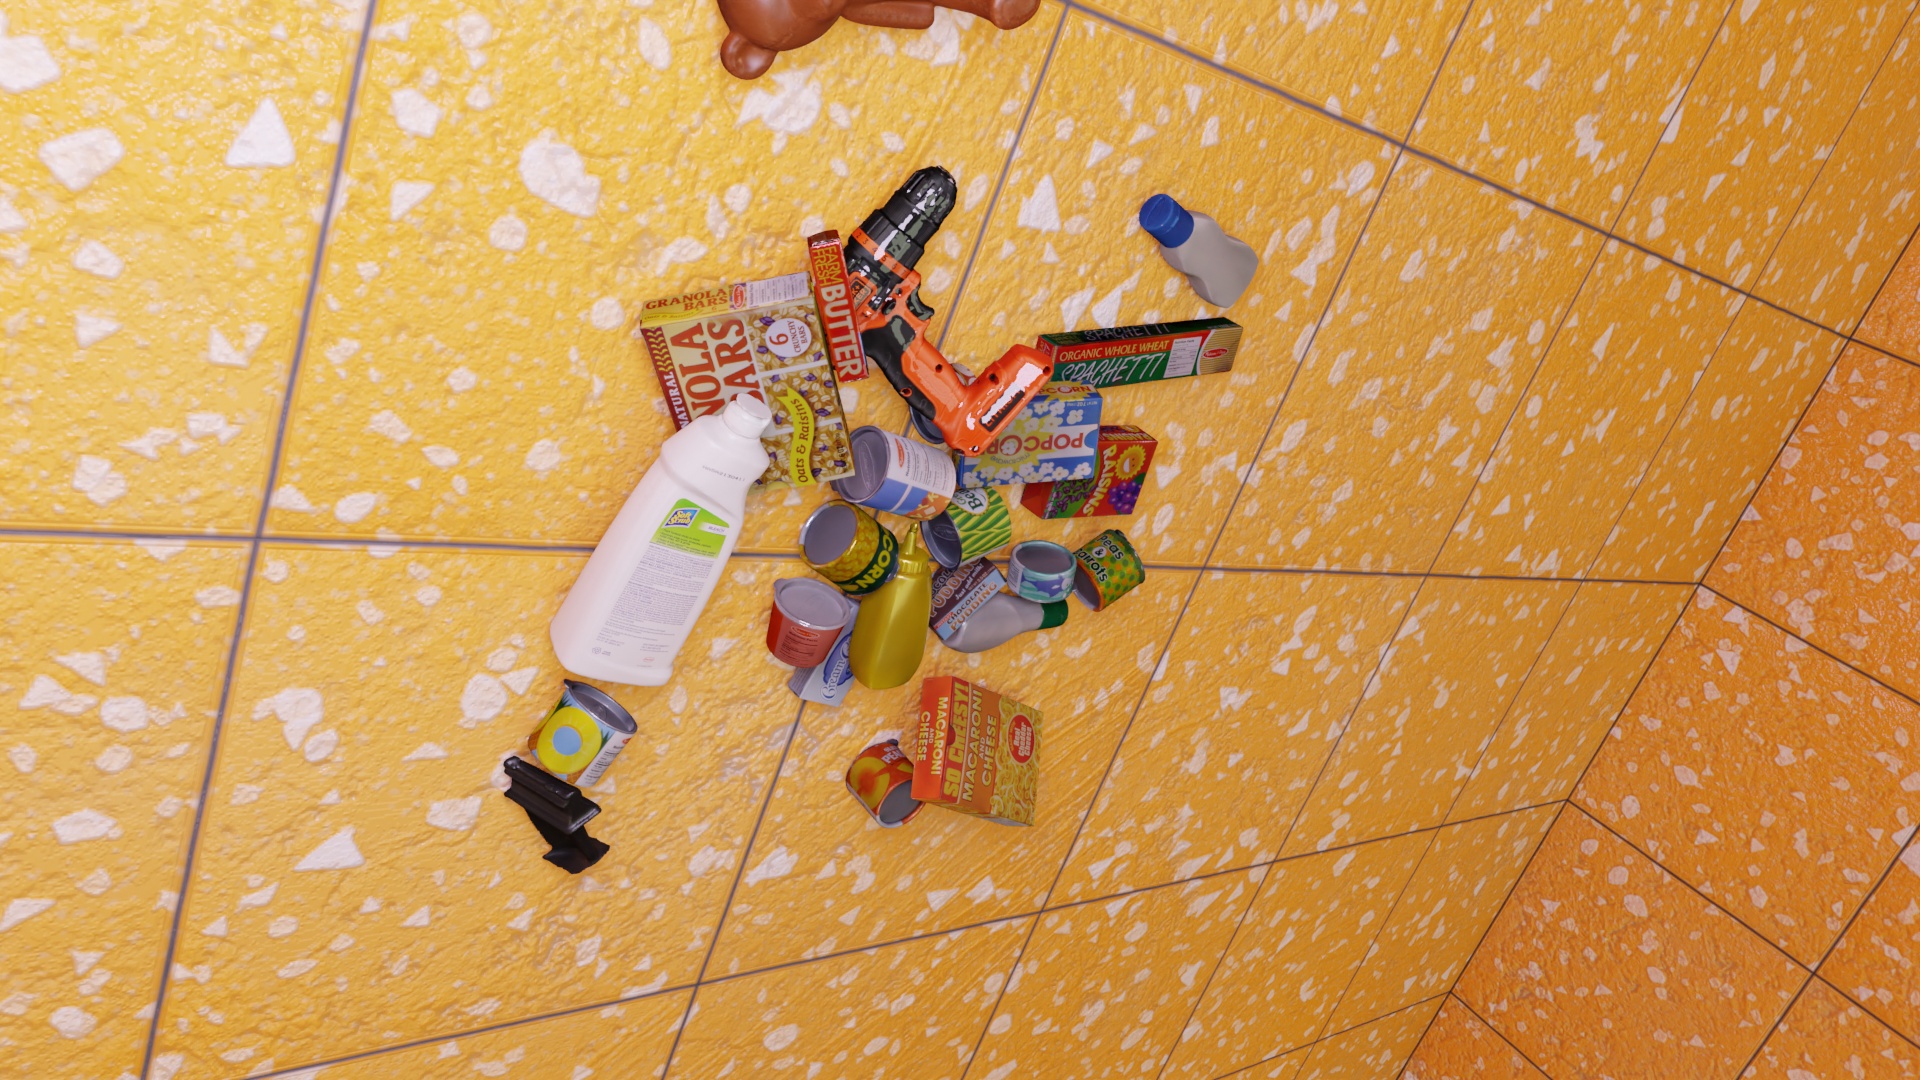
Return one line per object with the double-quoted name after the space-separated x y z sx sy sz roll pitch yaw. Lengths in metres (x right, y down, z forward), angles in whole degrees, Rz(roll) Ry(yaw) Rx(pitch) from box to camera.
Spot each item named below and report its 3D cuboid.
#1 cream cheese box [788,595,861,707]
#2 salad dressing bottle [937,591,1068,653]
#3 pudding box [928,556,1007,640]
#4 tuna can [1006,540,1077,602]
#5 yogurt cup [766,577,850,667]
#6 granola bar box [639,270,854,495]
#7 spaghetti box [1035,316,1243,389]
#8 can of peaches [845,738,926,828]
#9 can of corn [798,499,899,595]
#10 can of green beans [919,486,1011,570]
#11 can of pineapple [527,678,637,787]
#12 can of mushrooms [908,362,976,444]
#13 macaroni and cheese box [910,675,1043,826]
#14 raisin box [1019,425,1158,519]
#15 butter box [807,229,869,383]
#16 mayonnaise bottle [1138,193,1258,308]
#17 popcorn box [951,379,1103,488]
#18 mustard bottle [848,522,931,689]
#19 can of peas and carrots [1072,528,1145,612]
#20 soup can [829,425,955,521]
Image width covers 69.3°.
-0.111 0.101 1.273 0.053 0.024 0.103 20 104 -46 "cream cheese box"
0.043 0.076 1.378 0.148 0.044 0.064 -5 121 -41 "salad dressing bottle"
-0.004 0.047 1.308 0.084 0.050 0.030 -42 140 -8 "pudding box"
0.082 0.030 1.357 0.071 0.071 0.032 -15 128 -33 "tuna can"
-0.135 0.073 1.202 0.072 0.072 0.053 -4 130 -39 "yogurt cup"
-0.154 -0.109 1.030 0.124 0.039 0.164 -10 131 0 "granola bar box"
0.169 -0.177 1.313 0.251 0.029 0.050 -11 126 -36 "spaghetti box"
-0.071 0.243 1.387 0.071 0.058 0.071 -23 132 -27 "can of peaches"
-0.094 0.006 1.183 0.071 0.071 0.058 -50 138 0 "can of corn"
0.005 -0.014 1.259 0.058 0.071 0.071 -23 132 -29 "can of green beans"
-0.304 0.154 1.111 0.058 0.071 0.071 -52 139 2 "can of pineapple"
-0.011 -0.114 1.168 0.033 0.071 0.070 -14 127 -36 "can of mushrooms"
0.021 0.216 1.414 0.166 0.040 0.124 28 61 -49 "macaroni and cheese box"
0.125 -0.067 1.348 0.124 0.040 0.085 -4 120 -38 "raisin box"
-0.088 -0.170 1.005 0.024 0.053 0.103 -12 112 -3 "butter box"
0.218 -0.270 1.280 0.148 0.041 0.064 25 100 -47 "mayonnaise bottle"
0.058 -0.095 1.237 0.127 0.038 0.084 -5 124 -14 "popcorn box"
-0.056 0.054 1.232 0.065 0.049 0.159 -6 120 -41 "mustard bottle"
0.145 0.029 1.415 0.059 0.071 0.070 -33 136 -18 "can of peas and carrots"
-0.057 -0.055 1.177 0.084 0.071 0.071 16 108 -47 "soup can"
